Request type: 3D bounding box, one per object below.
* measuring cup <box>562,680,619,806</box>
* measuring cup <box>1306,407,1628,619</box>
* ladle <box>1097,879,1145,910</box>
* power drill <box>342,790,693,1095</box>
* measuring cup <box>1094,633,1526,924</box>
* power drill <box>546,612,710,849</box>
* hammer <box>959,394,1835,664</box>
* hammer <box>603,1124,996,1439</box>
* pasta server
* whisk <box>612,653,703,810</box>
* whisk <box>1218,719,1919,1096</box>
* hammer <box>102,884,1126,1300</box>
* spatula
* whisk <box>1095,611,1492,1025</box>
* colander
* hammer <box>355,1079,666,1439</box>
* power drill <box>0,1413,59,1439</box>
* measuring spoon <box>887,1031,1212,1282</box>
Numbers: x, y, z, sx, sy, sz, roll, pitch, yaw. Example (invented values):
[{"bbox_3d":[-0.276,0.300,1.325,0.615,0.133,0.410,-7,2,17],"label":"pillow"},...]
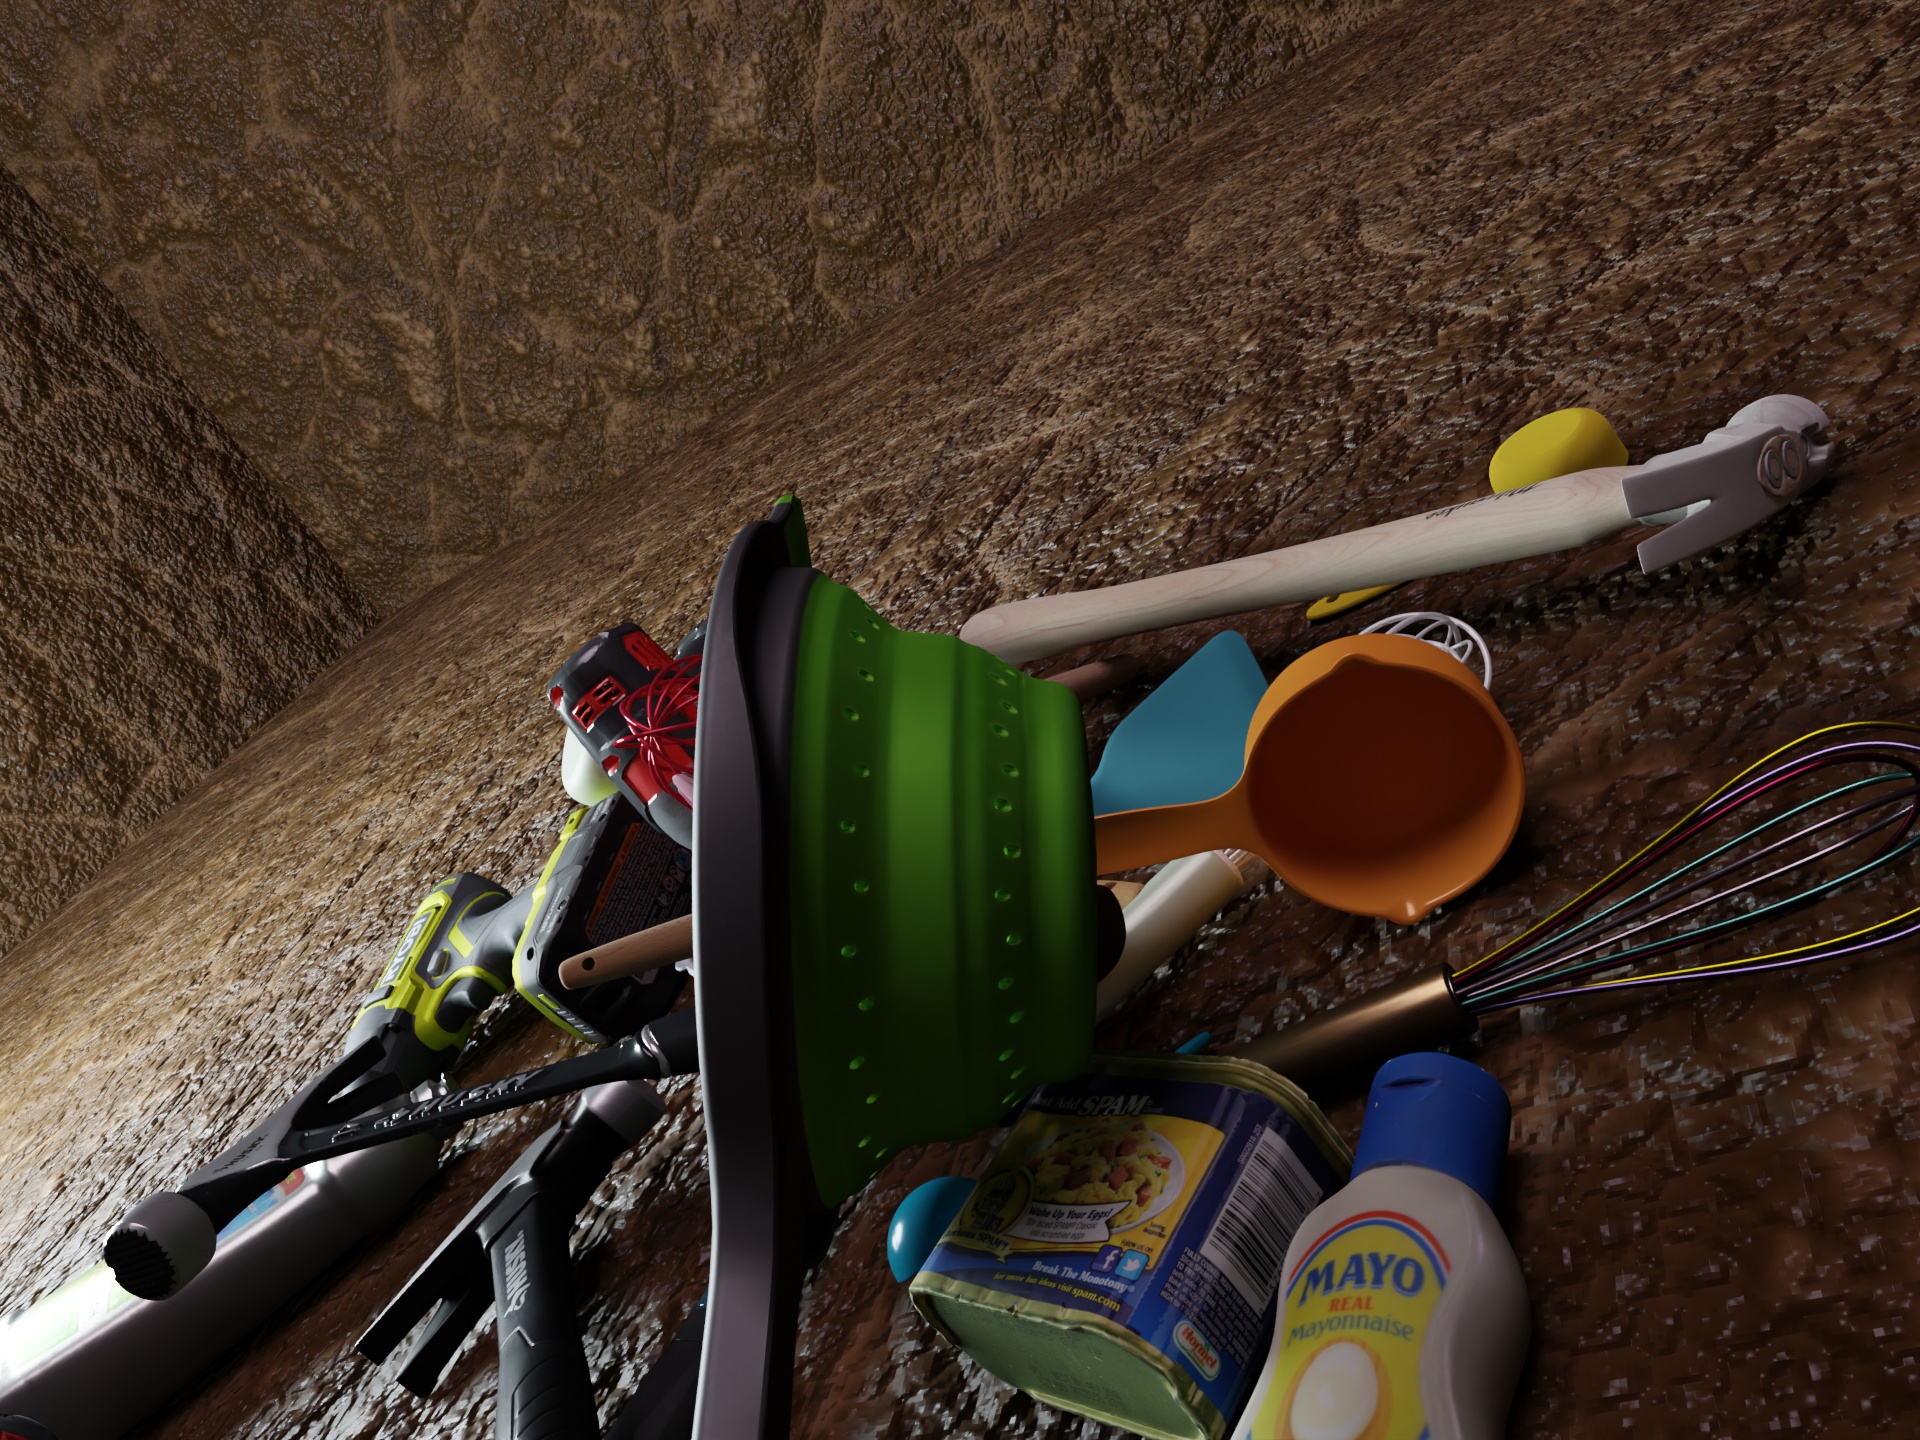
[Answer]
[{"bbox_3d":[-0.222,0.043,0.929,0.167,0.038,0.083,-55,32,35],"label":"measuring cup"},{"bbox_3d":[0.223,-0.093,0.723,0.156,0.029,0.062,-29,21,17],"label":"measuring cup"},{"bbox_3d":[-0.032,0.083,0.736,0.315,0.031,0.069,-8,29,48],"label":"ladle"},{"bbox_3d":[-0.249,0.138,0.878,0.223,0.080,0.171,-26,32,33],"label":"power drill"},{"bbox_3d":[0.099,0.023,0.540,0.173,0.095,0.052,-12,17,16],"label":"measuring cup"},{"bbox_3d":[-0.119,0.003,0.854,0.078,0.143,0.220,-41,0,18],"label":"power drill"},{"bbox_3d":[0.140,-0.062,0.693,0.146,0.038,0.411,-24,9,-41],"label":"hammer"},{"bbox_3d":[-0.085,0.210,0.521,0.128,0.033,0.331,-19,25,39],"label":"hammer"},{"bbox_3d":[-0.001,-0.002,0.688,0.060,0.040,0.316,-41,-11,33],"label":"pasta server"},{"bbox_3d":[-0.044,-0.001,0.736,0.073,0.073,0.295,-21,-8,33],"label":"whisk"},{"bbox_3d":[0.160,0.066,0.449,0.245,0.047,0.051,-29,22,24],"label":"whisk"},{"bbox_3d":[-0.129,0.130,0.612,0.409,0.036,0.149,-18,12,19],"label":"hammer"},{"bbox_3d":[-0.021,0.054,0.654,0.317,0.044,0.082,-19,66,4],"label":"spatula"},{"bbox_3d":[0.100,0.046,0.584,0.246,0.057,0.059,-42,51,-7],"label":"whisk"},{"bbox_3d":[-0.011,0.106,0.391,0.094,0.204,0.398,-1,48,2],"label":"colander"},{"bbox_3d":[-0.140,0.211,0.515,0.146,0.035,0.335,-47,14,-10],"label":"hammer"},{"bbox_3d":[-0.396,0.352,0.509,0.227,0.080,0.188,-42,19,-12],"label":"power drill"},{"bbox_3d":[0.027,0.134,0.516,0.128,0.021,0.042,-35,-10,-12],"label":"measuring spoon"}]
